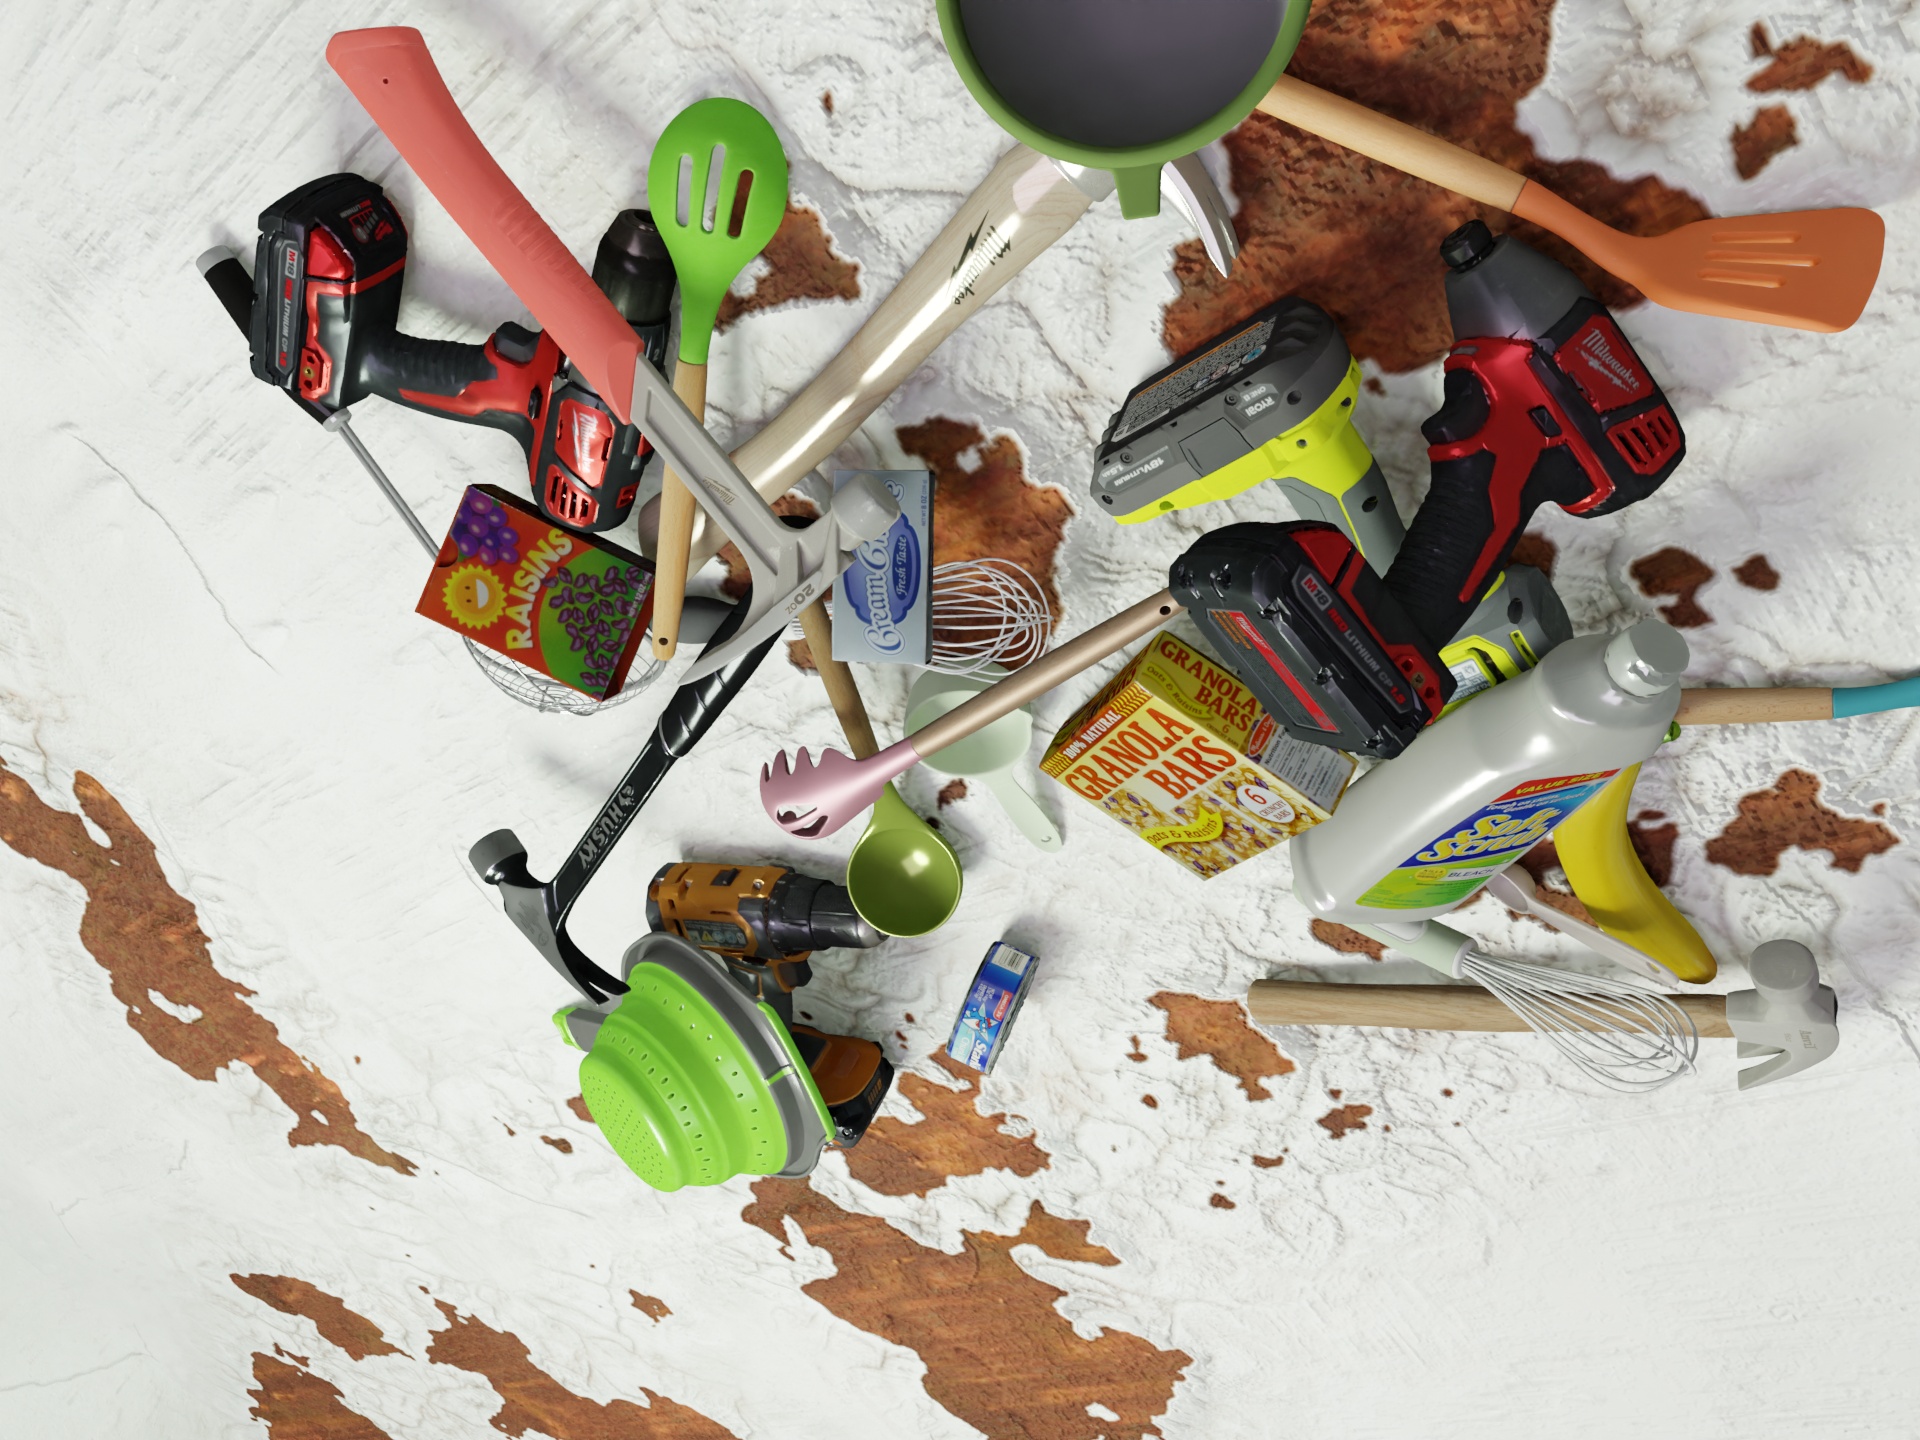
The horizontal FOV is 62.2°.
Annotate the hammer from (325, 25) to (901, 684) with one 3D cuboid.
[{"bbox_3d":[-0.196,-0.194,0.808,0.149,0.037,0.359,-38,95,18],"label":"hammer"}]

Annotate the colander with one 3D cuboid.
[{"bbox_3d":[-0.245,0.262,1.167,0.397,0.094,0.204,-7,112,54],"label":"colander"}]

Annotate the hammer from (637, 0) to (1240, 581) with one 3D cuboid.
[{"bbox_3d":[-0.043,-0.178,0.838,0.146,0.038,0.410,43,132,-14],"label":"hammer"}]

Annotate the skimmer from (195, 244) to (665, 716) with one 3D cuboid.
[{"bbox_3d":[-0.330,-0.149,1.001,0.127,0.090,0.363,-27,102,49],"label":"skimmer"}]

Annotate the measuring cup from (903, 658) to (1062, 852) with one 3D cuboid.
[{"bbox_3d":[0.024,0.023,0.974,0.083,0.038,0.167,-17,135,20],"label":"measuring cup"}]

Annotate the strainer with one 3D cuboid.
[{"bbox_3d":[0.025,-0.332,0.651,0.256,0.069,0.151,36,105,1],"label":"strainer"}]

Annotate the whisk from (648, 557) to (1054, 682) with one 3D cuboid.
[{"bbox_3d":[-0.074,-0.058,0.938,0.285,0.070,0.070,2,127,30],"label":"whisk"}]

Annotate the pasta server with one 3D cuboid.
[{"bbox_3d":[-0.001,-0.003,0.866,0.316,0.040,0.060,-30,119,34],"label":"pasta server"}]

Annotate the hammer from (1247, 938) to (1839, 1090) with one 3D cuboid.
[{"bbox_3d":[0.325,0.169,0.927,0.331,0.031,0.129,-6,143,36],"label":"hammer"}]

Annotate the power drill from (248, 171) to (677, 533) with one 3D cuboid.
[{"bbox_3d":[-0.266,-0.223,0.880,0.226,0.080,0.187,24,126,1],"label":"power drill"}]

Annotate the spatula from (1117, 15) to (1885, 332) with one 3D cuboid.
[{"bbox_3d":[0.214,-0.236,0.663,0.322,0.081,0.041,27,149,10],"label":"spatula"}]

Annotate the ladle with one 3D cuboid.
[{"bbox_3d":[-0.060,0.023,0.949,0.078,0.062,0.319,-3,140,13],"label":"ladle"}]

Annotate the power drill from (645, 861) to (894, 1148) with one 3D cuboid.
[{"bbox_3d":[-0.113,0.201,1.150,0.185,0.084,0.226,0,121,25],"label":"power drill"}]

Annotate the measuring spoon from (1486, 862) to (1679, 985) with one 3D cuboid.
[{"bbox_3d":[0.338,0.108,0.864,0.124,0.018,0.034,33,160,47],"label":"measuring spoon"}]

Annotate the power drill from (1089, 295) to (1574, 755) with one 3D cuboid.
[{"bbox_3d":[0.172,-0.080,0.791,0.171,0.080,0.223,-26,116,37],"label":"power drill"}]

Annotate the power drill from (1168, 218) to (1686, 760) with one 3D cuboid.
[{"bbox_3d":[0.202,-0.101,0.680,0.143,0.220,0.078,48,170,-17],"label":"power drill"}]

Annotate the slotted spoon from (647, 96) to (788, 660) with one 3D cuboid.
[{"bbox_3d":[-0.144,-0.168,0.852,0.070,0.031,0.313,10,121,-4],"label":"slotted spoon"}]

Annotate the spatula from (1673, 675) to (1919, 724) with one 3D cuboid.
[{"bbox_3d":[0.393,0.000,0.771,0.317,0.044,0.082,-1,145,28],"label":"spatula"}]

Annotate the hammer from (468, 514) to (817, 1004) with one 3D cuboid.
[{"bbox_3d":[-0.184,0.024,0.987,0.149,0.036,0.408,51,126,14],"label":"hammer"}]

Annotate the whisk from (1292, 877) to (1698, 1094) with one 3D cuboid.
[{"bbox_3d":[0.284,0.134,0.874,0.246,0.058,0.059,25,164,42],"label":"whisk"}]
